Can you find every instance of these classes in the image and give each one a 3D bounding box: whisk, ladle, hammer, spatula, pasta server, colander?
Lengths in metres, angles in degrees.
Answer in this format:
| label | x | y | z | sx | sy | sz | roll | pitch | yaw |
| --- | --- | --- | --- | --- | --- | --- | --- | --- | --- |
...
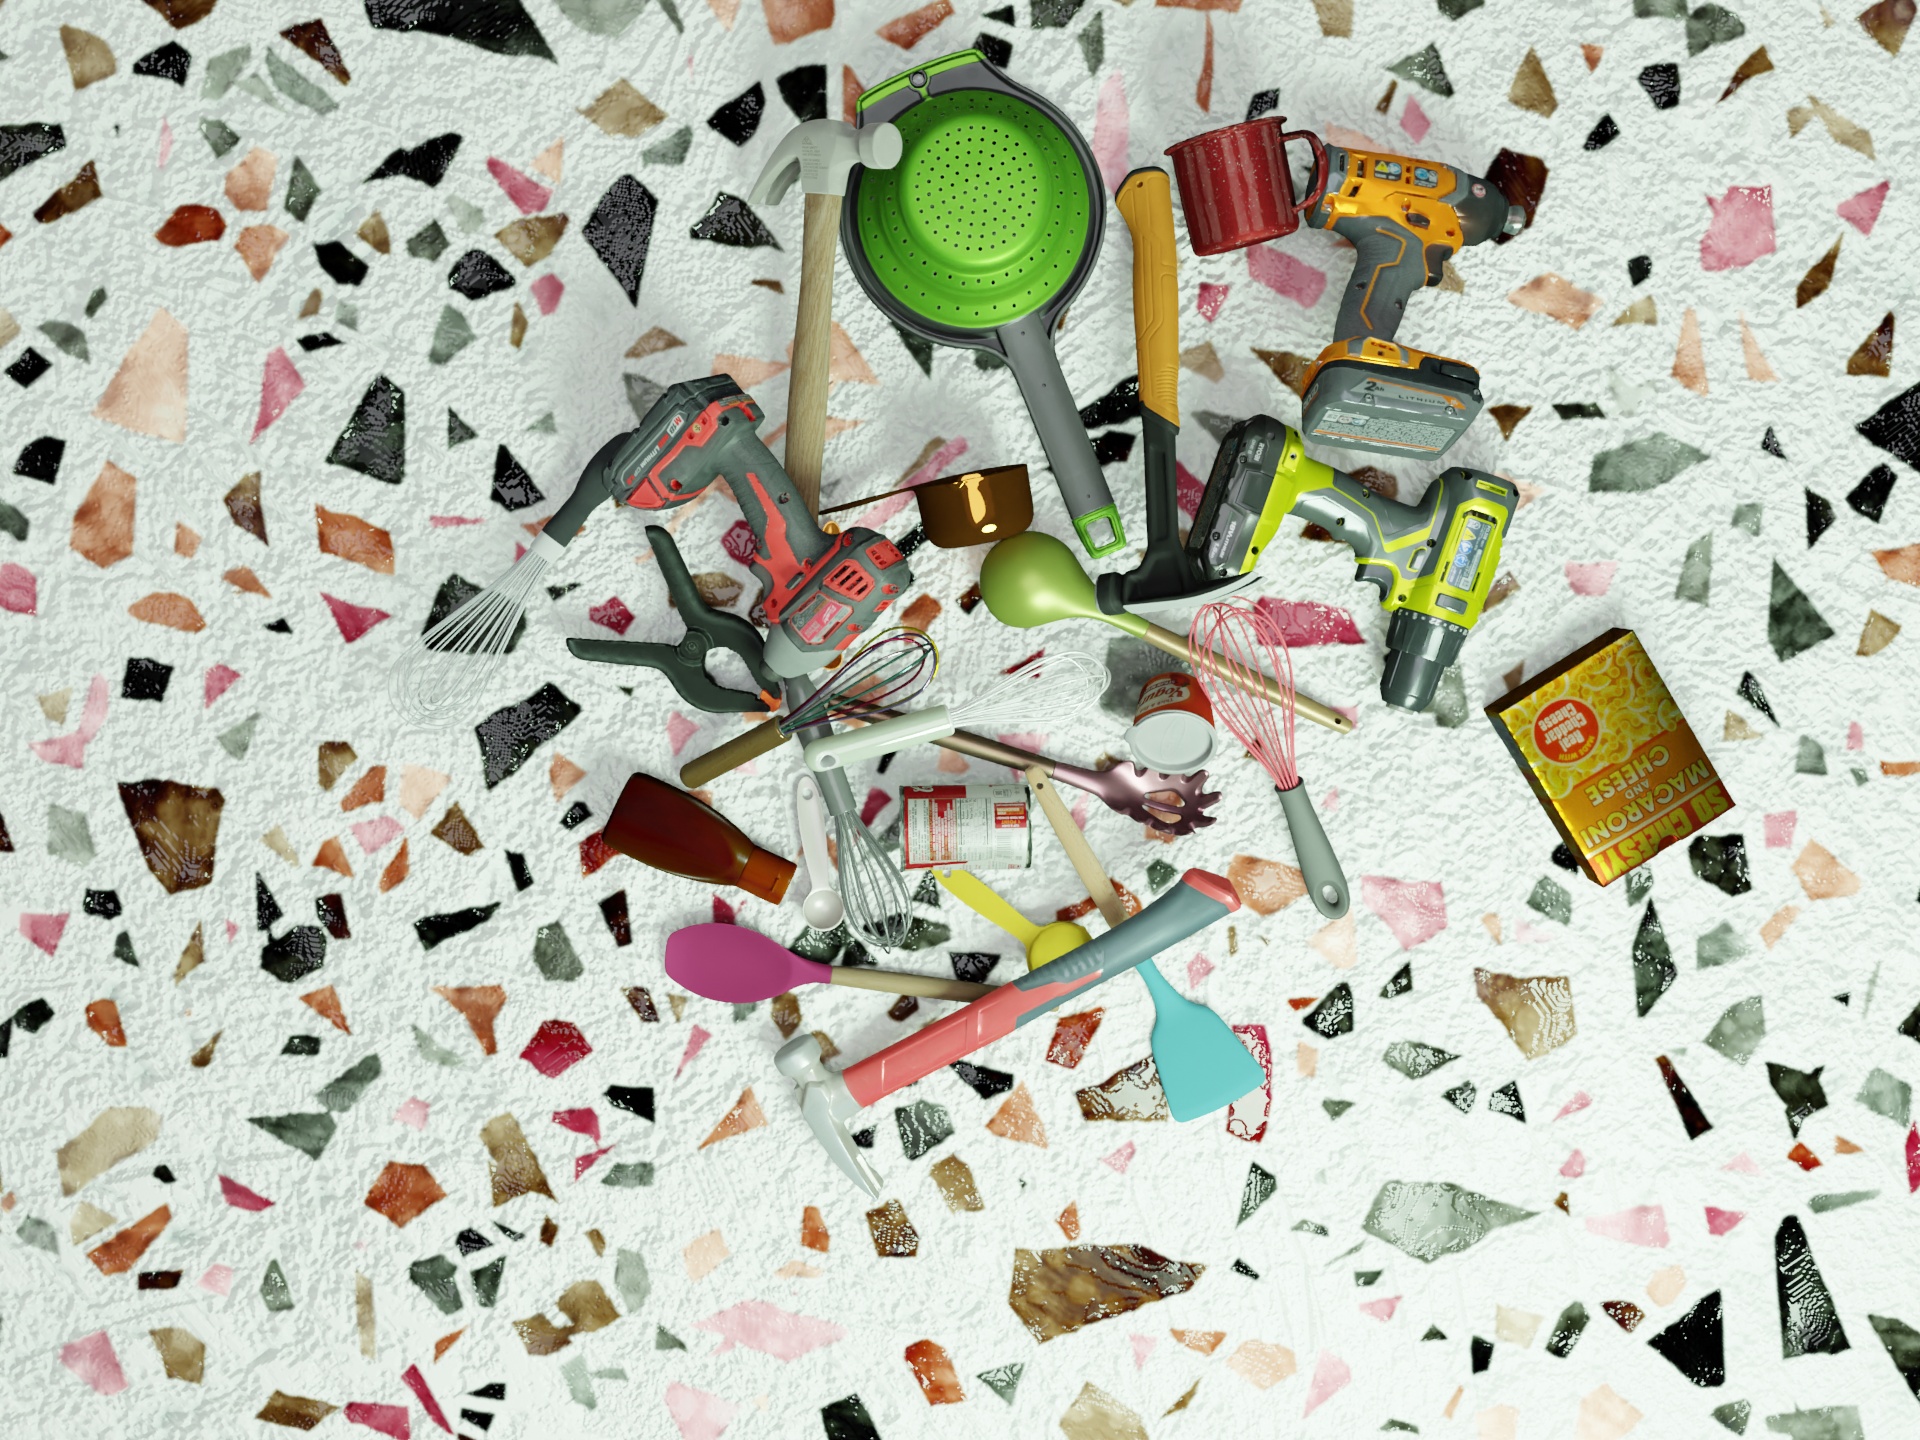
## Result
| label | x | y | z | sx | sy | sz | roll | pitch | yaw |
| --- | --- | --- | --- | --- | --- | --- | --- | --- | --- |
| whisk | -0.337 | -0.108 | 1.220 | 0.070 | 0.070 | 0.284 | 38 | 89 | -5 |
| ladle | 0.163 | -0.059 | 1.246 | 0.320 | 0.062 | 0.078 | 25 | 82 | -10 |
| hammer | 0.050 | 0.235 | 1.241 | 0.386 | 0.038 | 0.143 | -30 | 97 | 12 |
| hammer | -0.114 | -0.276 | 1.195 | 0.130 | 0.031 | 0.331 | 18 | 109 | 39 |
| whisk | -0.093 | 0.070 | 1.248 | 0.055 | 0.055 | 0.239 | -20 | 92 | 1 |
| spatula | 0.133 | 0.170 | 1.250 | 0.082 | 0.044 | 0.317 | -28 | 105 | 9 |
| pasta server | 0.048 | 0.028 | 1.250 | 0.316 | 0.040 | 0.060 | 17 | 69 | -1 |
| whisk | -0.002 | -0.004 | 1.226 | 0.246 | 0.059 | 0.057 | -16 | 128 | -5 |
| colander | 0.042 | -0.308 | 1.185 | 0.204 | 0.094 | 0.397 | -23 | 96 | 1 |
| whisk | -0.118 | -0.007 | 1.210 | 0.245 | 0.051 | 0.047 | -26 | 119 | 24 |
| hammer | 0.154 | -0.250 | 1.181 | 0.127 | 0.034 | 0.337 | -6 | 82 | 31 |
| whisk | 0.246 | 0.033 | 1.224 | 0.073 | 0.073 | 0.295 | -24 | 112 | 2 |

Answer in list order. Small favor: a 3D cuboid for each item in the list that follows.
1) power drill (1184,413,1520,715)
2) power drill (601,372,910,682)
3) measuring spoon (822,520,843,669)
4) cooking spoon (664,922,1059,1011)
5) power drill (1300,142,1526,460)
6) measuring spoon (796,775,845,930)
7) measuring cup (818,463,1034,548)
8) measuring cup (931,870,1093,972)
| label | x | y | z | sx | sy | sz | roll | pitch | yaw |
| --- | --- | --- | --- | --- | --- | --- | --- | --- | --- |
| power drill | 0.295 | -0.122 | 1.220 | 0.228 | 0.080 | 0.190 | 18 | 95 | -6 |
| power drill | -0.153 | -0.138 | 1.182 | 0.219 | 0.078 | 0.143 | 48 | 117 | 2 |
| measuring spoon | -0.101 | -0.098 | 1.249 | 0.021 | 0.011 | 0.117 | 0 | 92 | -2 |
| cooking spoon | -0.078 | 0.207 | 1.276 | 0.319 | 0.017 | 0.068 | 8 | 106 | -2 |
| power drill | 0.334 | -0.312 | 1.172 | 0.164 | 0.084 | 0.227 | 8 | 73 | -3 |
| measuring spoon | -0.116 | 0.106 | 1.269 | 0.034 | 0.018 | 0.124 | -8 | 89 | -12 |
| measuring cup | -0.027 | -0.154 | 1.217 | 0.173 | 0.095 | 0.052 | -10 | 102 | 19 |
| measuring cup | 0.042 | 0.159 | 1.274 | 0.156 | 0.029 | 0.062 | 36 | 94 | 7 |
